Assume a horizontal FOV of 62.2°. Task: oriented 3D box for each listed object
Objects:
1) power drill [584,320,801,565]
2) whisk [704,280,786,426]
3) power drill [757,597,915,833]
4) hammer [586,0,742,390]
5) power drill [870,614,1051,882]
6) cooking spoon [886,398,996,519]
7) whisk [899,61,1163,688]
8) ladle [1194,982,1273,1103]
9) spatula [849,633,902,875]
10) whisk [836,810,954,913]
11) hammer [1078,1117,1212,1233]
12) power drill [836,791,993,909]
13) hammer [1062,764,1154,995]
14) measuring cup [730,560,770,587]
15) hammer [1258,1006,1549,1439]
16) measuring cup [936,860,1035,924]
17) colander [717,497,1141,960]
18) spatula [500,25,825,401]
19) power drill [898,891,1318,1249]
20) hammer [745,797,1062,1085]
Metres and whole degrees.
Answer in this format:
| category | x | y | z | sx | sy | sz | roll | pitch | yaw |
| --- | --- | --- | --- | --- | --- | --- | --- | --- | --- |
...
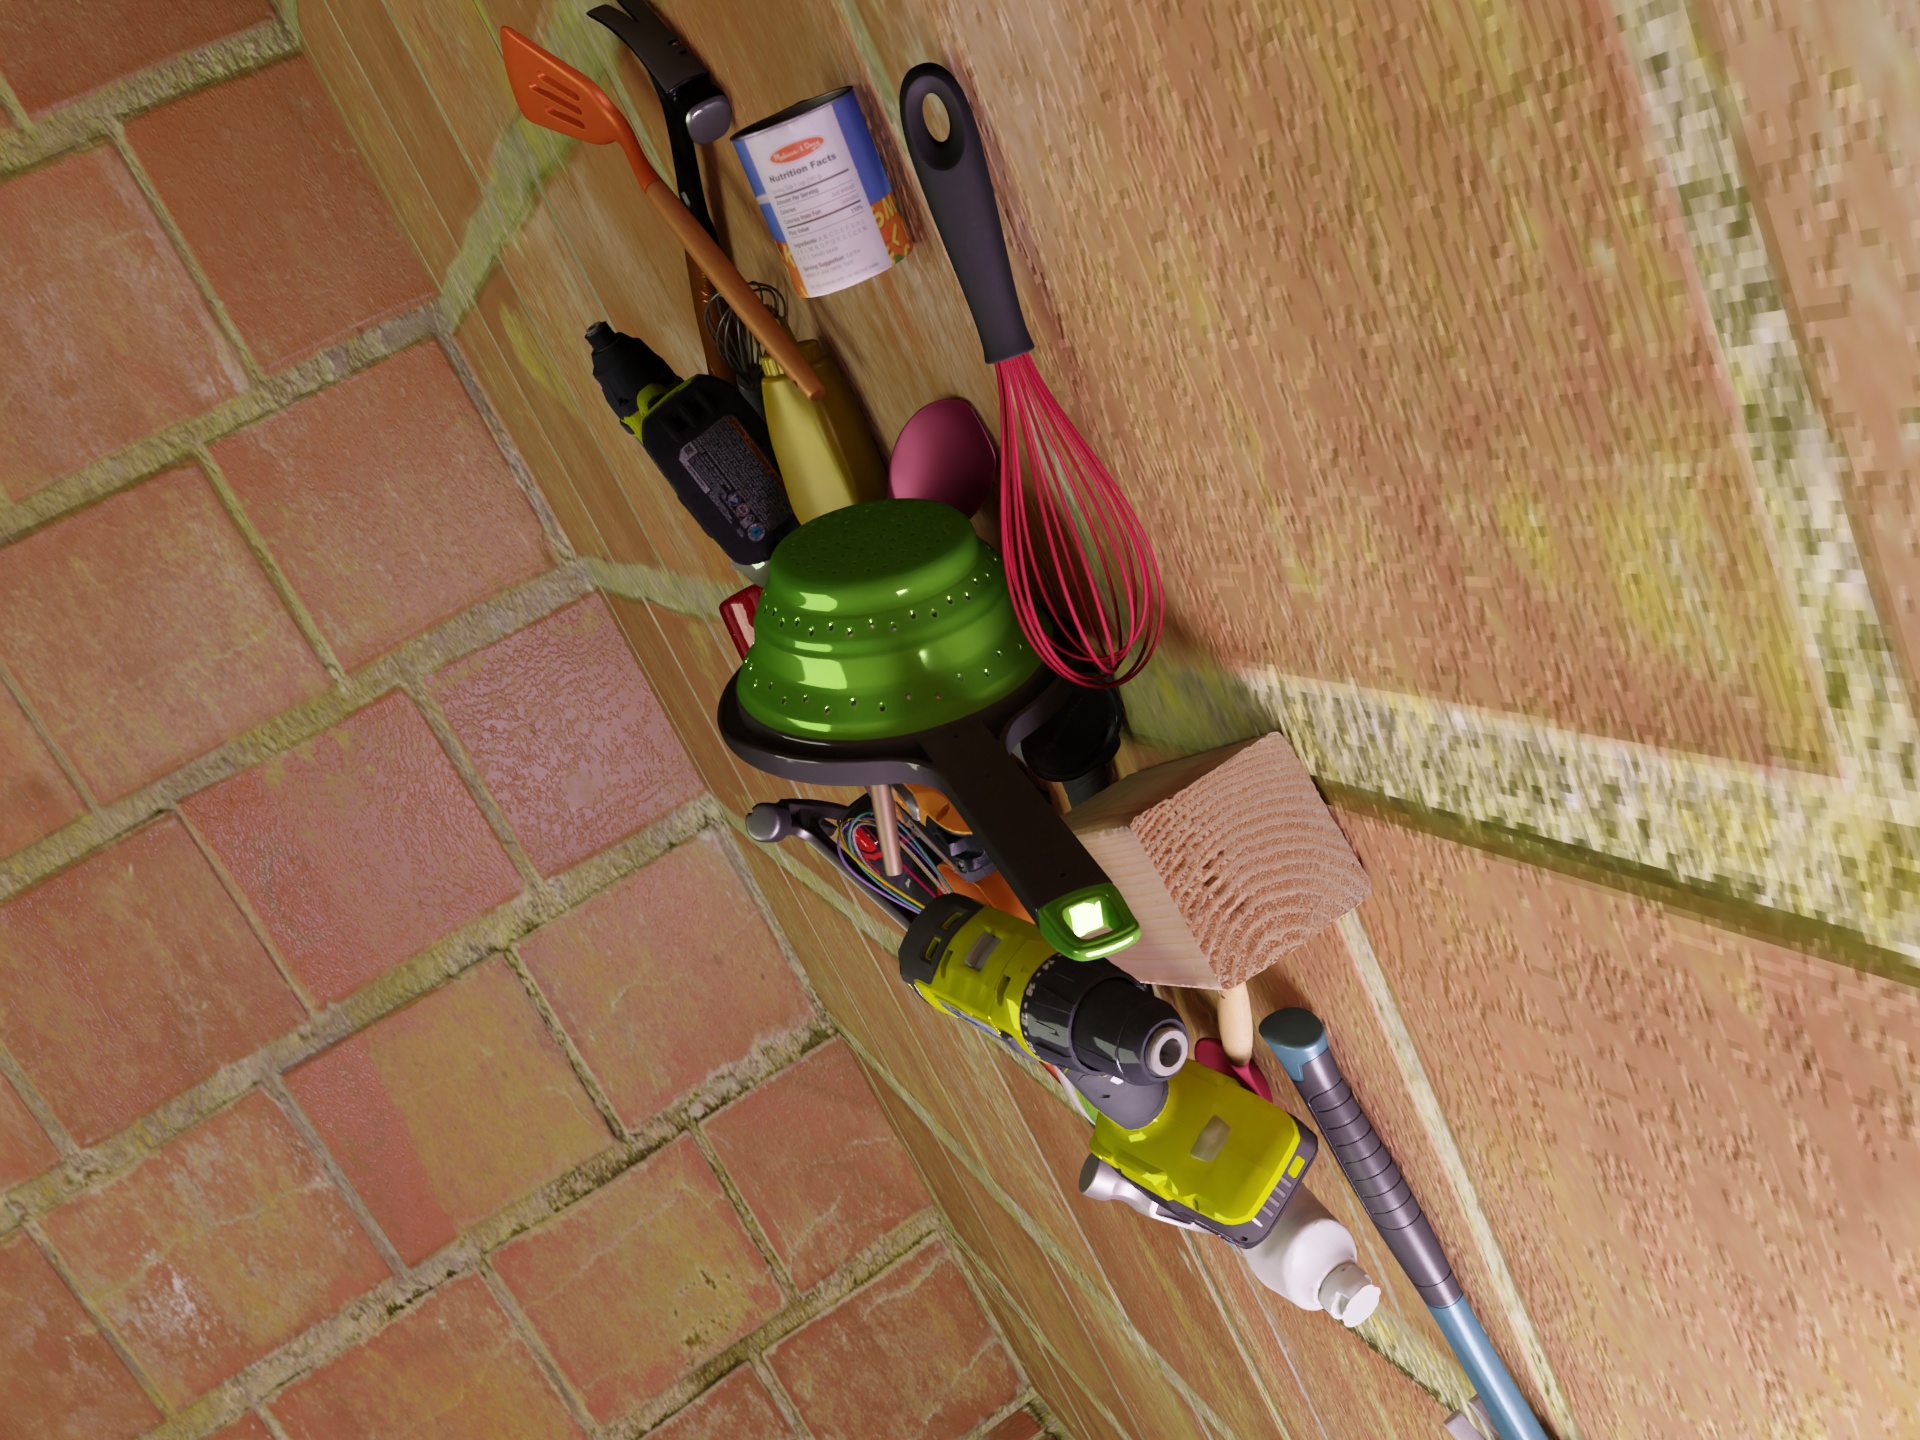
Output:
| category | x | y | z | sx | sy | sz | roll | pitch | yaw |
| --- | --- | --- | --- | --- | --- | --- | --- | --- | --- |
| power drill | -0.202 | -0.210 | 1.181 | 0.171 | 0.080 | 0.223 | 53 | 173 | -33 |
| whisk | -0.145 | -0.246 | 1.136 | 0.055 | 0.055 | 0.239 | 57 | 170 | 11 |
| power drill | -0.058 | -0.005 | 1.241 | 0.164 | 0.084 | 0.226 | 32 | 153 | 59 |
| hammer | -0.184 | -0.332 | 1.107 | 0.127 | 0.034 | 0.336 | 52 | 164 | 23 |
| power drill | -0.002 | -0.003 | 1.063 | 0.186 | 0.084 | 0.226 | 38 | 149 | 53 |
| cooking spoon | -0.056 | -0.114 | 0.996 | 0.069 | 0.017 | 0.319 | 63 | 149 | 3 |
| whisk | 0.029 | -0.149 | 0.728 | 0.073 | 0.073 | 0.295 | 26 | 138 | 64 |
| ladle | 0.156 | 0.184 | 0.903 | 0.069 | 0.031 | 0.315 | 48 | 172 | 24 |
| spatula | -0.071 | -0.039 | 1.142 | 0.060 | 0.018 | 0.316 | -95 | -3 | -77 |
| whisk | 0.006 | 0.151 | 1.200 | 0.245 | 0.051 | 0.047 | 39 | -176 | 6 |
| hammer | 0.125 | 0.325 | 1.253 | 0.130 | 0.031 | 0.331 | 23 | -179 | -9 |
| power drill | -0.017 | 0.139 | 1.390 | 0.220 | 0.078 | 0.143 | 34 | 151 | 52 |
| hammer | 0.119 | 0.164 | 1.069 | 0.149 | 0.036 | 0.408 | 41 | 156 | 48 |
| measuring cup | -0.138 | -0.136 | 1.300 | 0.038 | 0.083 | 0.167 | 44 | 180 | 5 |
| hammer | 0.262 | 0.307 | 0.883 | 0.331 | 0.033 | 0.128 | 60 | 164 | -1 |
| measuring cup | 0.059 | 0.156 | 1.229 | 0.174 | 0.052 | 0.095 | 41 | 159 | 18 |
| colander | -0.012 | -0.023 | 0.789 | 0.398 | 0.204 | 0.094 | -128 | 24 | -57 |
| spatula | -0.189 | -0.318 | 1.013 | 0.323 | 0.041 | 0.081 | 52 | 163 | 15 |
| power drill | 0.090 | 0.186 | 0.841 | 0.228 | 0.080 | 0.191 | 45 | 162 | -31 |
| hammer | -0.010 | 0.180 | 1.239 | 0.359 | 0.036 | 0.149 | 39 | -170 | 21 |
